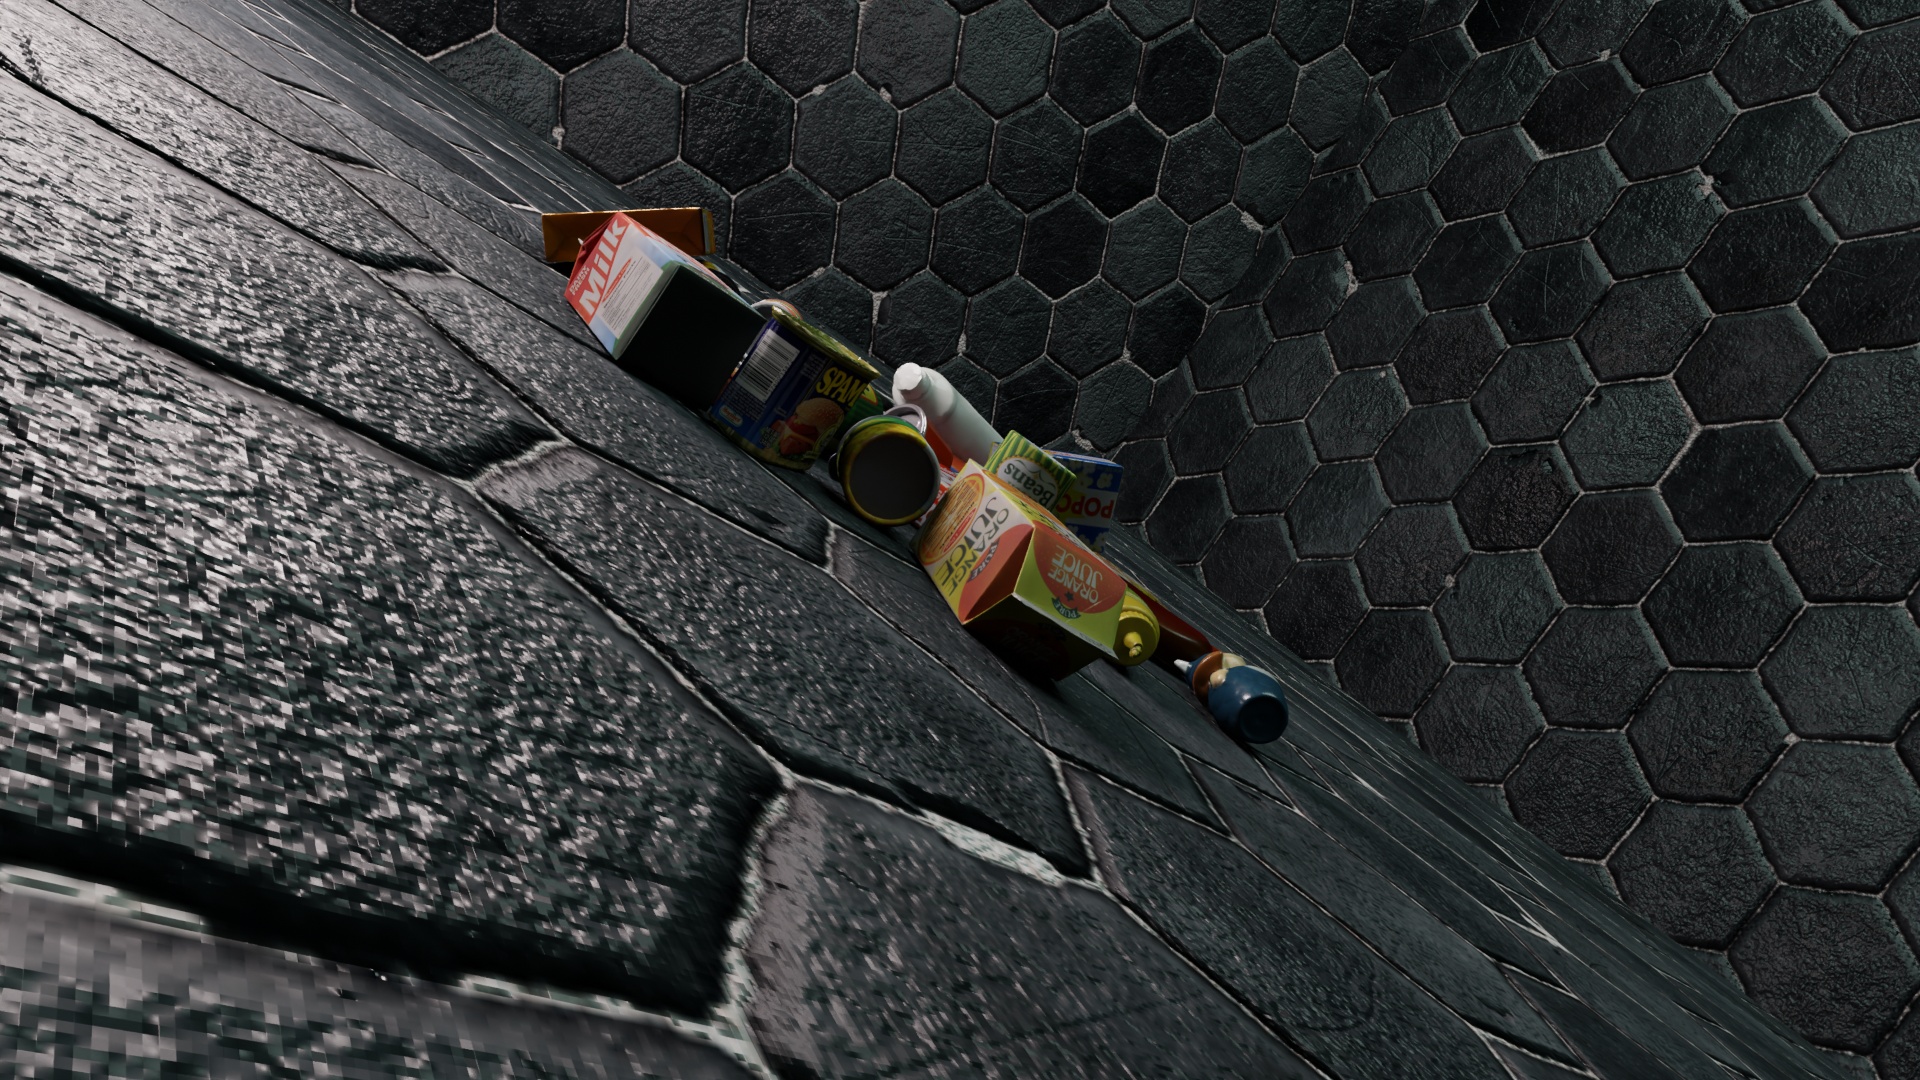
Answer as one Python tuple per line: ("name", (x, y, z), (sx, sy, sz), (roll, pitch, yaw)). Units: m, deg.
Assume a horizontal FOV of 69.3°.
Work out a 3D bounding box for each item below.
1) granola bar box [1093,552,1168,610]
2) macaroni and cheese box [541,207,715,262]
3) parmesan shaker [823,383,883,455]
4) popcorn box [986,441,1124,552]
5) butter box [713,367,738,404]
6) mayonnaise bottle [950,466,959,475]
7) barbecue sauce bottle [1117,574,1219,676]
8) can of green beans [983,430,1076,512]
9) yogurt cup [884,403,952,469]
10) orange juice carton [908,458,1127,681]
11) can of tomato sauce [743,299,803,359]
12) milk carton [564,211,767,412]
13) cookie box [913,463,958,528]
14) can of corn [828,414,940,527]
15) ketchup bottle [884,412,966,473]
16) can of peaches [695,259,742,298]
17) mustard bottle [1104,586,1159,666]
("granola bar box", (0.142, 0.046, 1.354), (0.124, 0.039, 0.166), (33, 6, -11))
("macaroni and cheese box", (-0.271, -0.253, 1.155), (0.124, 0.040, 0.167), (-4, 12, -6))
("parmesan shaker", (-0.110, -0.106, 1.054), (0.071, 0.071, 0.103), (37, 6, 21))
("popcorn box", (0.082, -0.039, 1.273), (0.127, 0.085, 0.038), (7, 12, -29))
("butter box", (-0.177, -0.118, 0.986), (0.053, 0.024, 0.104), (31, 8, -40))
("mayonnaise bottle", (0.011, -0.026, 1.200), (0.148, 0.041, 0.064), (41, 9, 38))
("barbecue sauce bottle", (0.186, 0.088, 1.248), (0.148, 0.043, 0.065), (34, 13, -12))
("can of green beans", (0.050, -0.047, 1.108), (0.071, 0.057, 0.071), (36, 6, -4))
("yogurt cup", (-0.043, -0.076, 1.194), (0.054, 0.072, 0.072), (41, 1, -42))
("orange juice carton", (0.036, 0.020, 0.838), (0.072, 0.073, 0.193), (33, 7, -22))
("can of tomato sauce", (-0.188, -0.207, 1.390), (0.071, 0.071, 0.083), (34, 7, -9))
("milk carton", (-0.207, -0.162, 0.935), (0.072, 0.073, 0.191), (30, 7, -37))
("cookie box", (0.004, -0.014, 1.080), (0.168, 0.040, 0.123), (40, 8, 29))
("can of corn", (-0.051, -0.046, 0.928), (0.071, 0.071, 0.058), (33, 6, -15))
("ketchup bottle", (-0.035, -0.075, 1.314), (0.149, 0.043, 0.065), (34, 0, -3))
("can of peaches", (-0.228, -0.207, 1.205), (0.071, 0.071, 0.058), (32, 7, -25))
("mustard bottle", (0.123, 0.065, 1.067), (0.065, 0.048, 0.160), (32, 6, -11))
